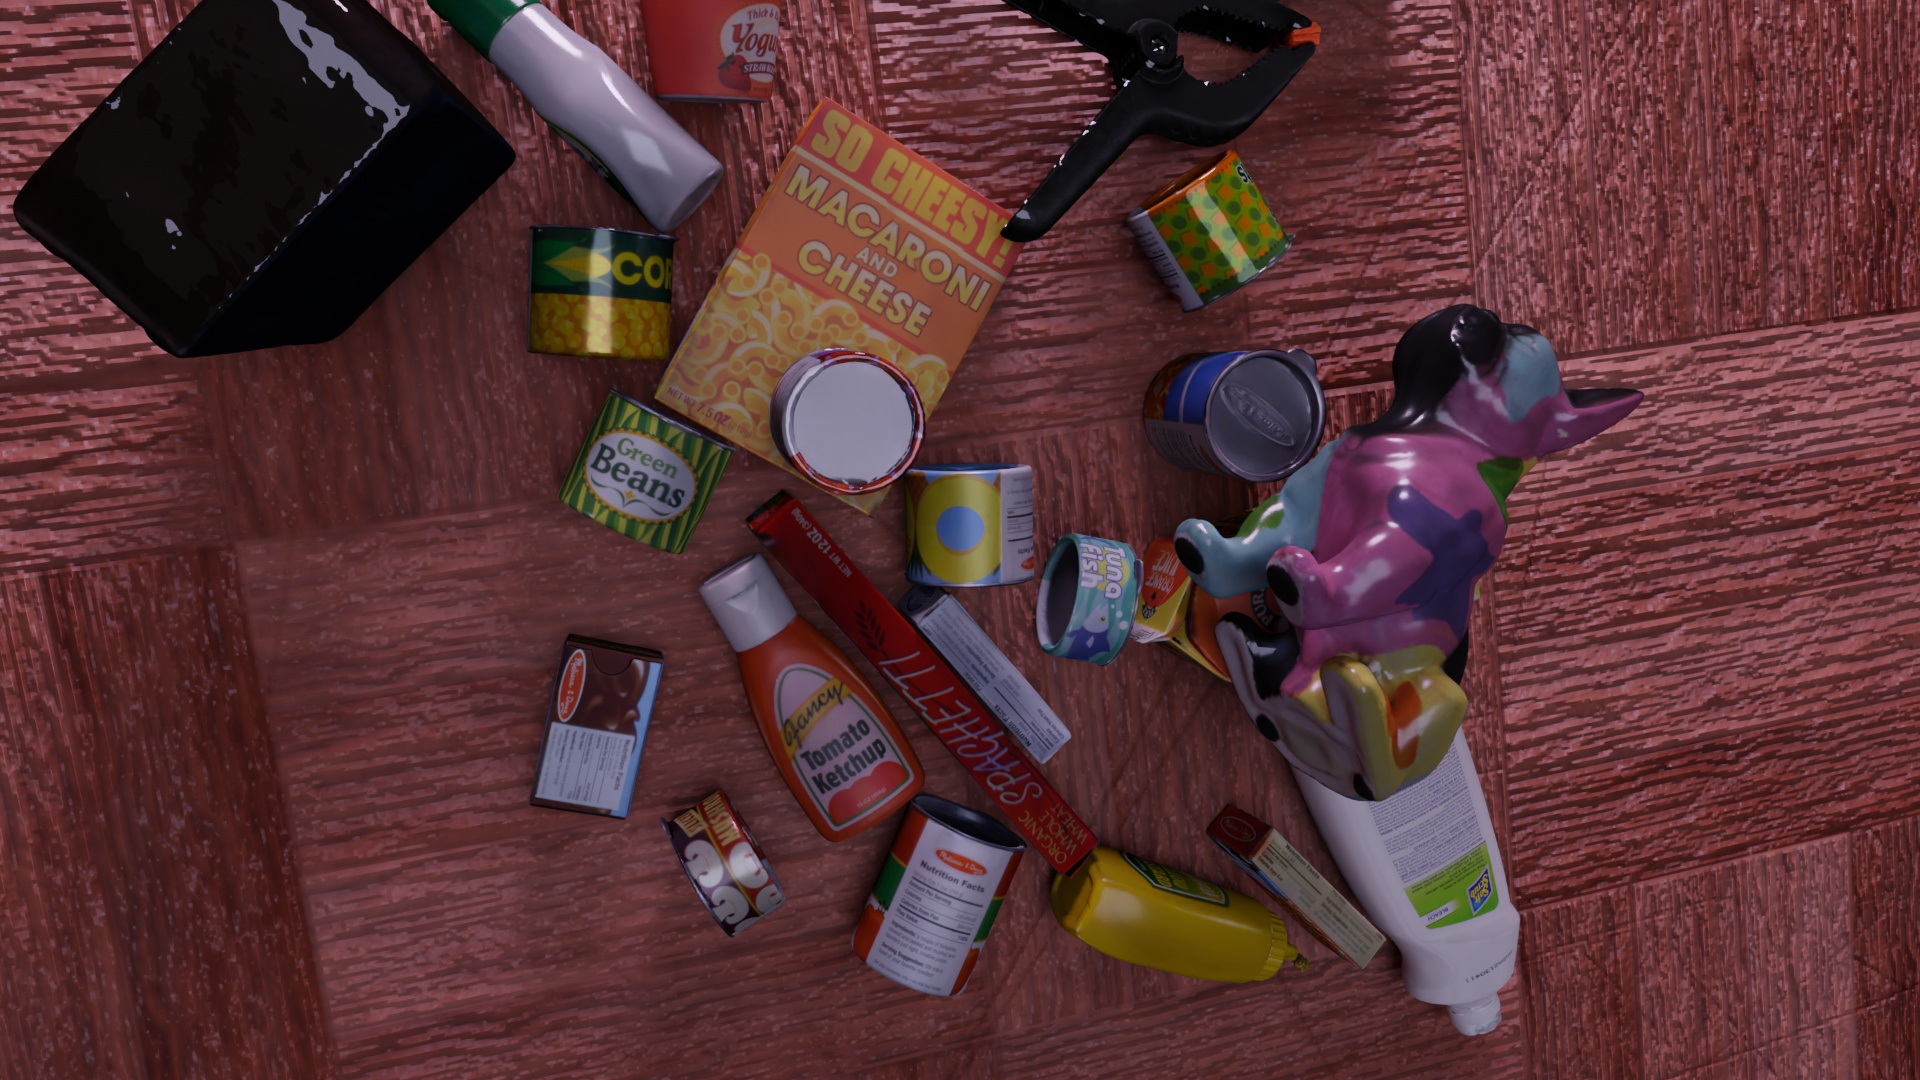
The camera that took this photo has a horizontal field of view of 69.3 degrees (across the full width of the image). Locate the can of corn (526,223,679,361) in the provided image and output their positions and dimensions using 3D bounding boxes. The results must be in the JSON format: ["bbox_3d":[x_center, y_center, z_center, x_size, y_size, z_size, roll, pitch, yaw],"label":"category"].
[{"bbox_3d":[-0.166,-0.114,0.650,0.071,0.071,0.058,2,97,-14],"label":"can of corn"}]

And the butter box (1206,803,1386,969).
[{"bbox_3d":[0.189,0.195,0.782,0.103,0.053,0.024,44,82,-15],"label":"butter box"}]

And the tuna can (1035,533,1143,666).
[{"bbox_3d":[0.066,0.029,0.724,0.033,0.071,0.071,12,93,-15],"label":"tuna can"}]

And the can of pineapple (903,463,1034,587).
[{"bbox_3d":[0.003,-0.009,0.707,0.071,0.071,0.057,-3,96,-14],"label":"can of pineapple"}]

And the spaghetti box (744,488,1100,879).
[{"bbox_3d":[-0.018,0.075,0.718,0.029,0.050,0.249,-42,104,-5],"label":"spaghetti box"}]

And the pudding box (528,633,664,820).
[{"bbox_3d":[-0.180,0.092,0.689,0.050,0.030,0.083,13,93,-14],"label":"pudding box"}]

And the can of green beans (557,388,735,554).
[{"bbox_3d":[-0.150,-0.033,0.664,0.071,0.071,0.058,26,90,-15],"label":"can of green beans"}]

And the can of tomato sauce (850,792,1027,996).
[{"bbox_3d":[-0.012,0.184,0.725,0.071,0.071,0.083,23,91,-15],"label":"can of tomato sauce"}]

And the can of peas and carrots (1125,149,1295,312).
[{"bbox_3d":[0.130,-0.162,0.721,0.071,0.071,0.058,-37,103,-7],"label":"can of peas and carrots"}]

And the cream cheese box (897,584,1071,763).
[{"bbox_3d":[0.013,0.066,0.723,0.024,0.053,0.103,-42,104,-4],"label":"cream cheese box"}]

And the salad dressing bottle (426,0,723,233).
[{"bbox_3d":[-0.178,-0.209,0.644,0.147,0.064,0.044,43,96,-6],"label":"salad dressing bottle"}]

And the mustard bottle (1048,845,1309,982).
[{"bbox_3d":[0.129,0.211,0.766,0.160,0.065,0.048,21,96,-21],"label":"mustard bottle"}]

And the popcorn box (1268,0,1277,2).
[{"bbox_3d":[0.184,-0.357,0.728,0.085,0.038,0.126,-21,100,-12],"label":"popcorn box"}]

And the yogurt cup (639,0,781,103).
[{"bbox_3d":[-0.117,-0.235,0.653,0.072,0.072,0.053,-3,105,-14],"label":"yogurt cup"}]

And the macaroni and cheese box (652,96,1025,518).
[{"bbox_3d":[-0.059,-0.114,0.692,0.123,0.040,0.166,29,89,-16],"label":"macaroni and cheese box"}]

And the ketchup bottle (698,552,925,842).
[{"bbox_3d":[-0.080,0.077,0.706,0.065,0.043,0.148,-32,102,-9],"label":"ketchup bottle"}]

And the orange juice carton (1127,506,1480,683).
[{"bbox_3d":[0.173,0.021,0.749,0.193,0.072,0.073,-17,100,-12],"label":"orange juice carton"}]

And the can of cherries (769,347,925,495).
[{"bbox_3d":[-0.051,-0.056,0.649,0.071,0.058,0.071,-2,98,-13],"label":"can of cherries"}]

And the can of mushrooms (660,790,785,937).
[{"bbox_3d":[-0.118,0.159,0.693,0.033,0.071,0.071,-31,103,-9],"label":"can of mushrooms"}]

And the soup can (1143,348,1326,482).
[{"bbox_3d":[0.143,-0.068,0.726,0.071,0.084,0.071,-2,97,-14],"label":"soup can"}]
